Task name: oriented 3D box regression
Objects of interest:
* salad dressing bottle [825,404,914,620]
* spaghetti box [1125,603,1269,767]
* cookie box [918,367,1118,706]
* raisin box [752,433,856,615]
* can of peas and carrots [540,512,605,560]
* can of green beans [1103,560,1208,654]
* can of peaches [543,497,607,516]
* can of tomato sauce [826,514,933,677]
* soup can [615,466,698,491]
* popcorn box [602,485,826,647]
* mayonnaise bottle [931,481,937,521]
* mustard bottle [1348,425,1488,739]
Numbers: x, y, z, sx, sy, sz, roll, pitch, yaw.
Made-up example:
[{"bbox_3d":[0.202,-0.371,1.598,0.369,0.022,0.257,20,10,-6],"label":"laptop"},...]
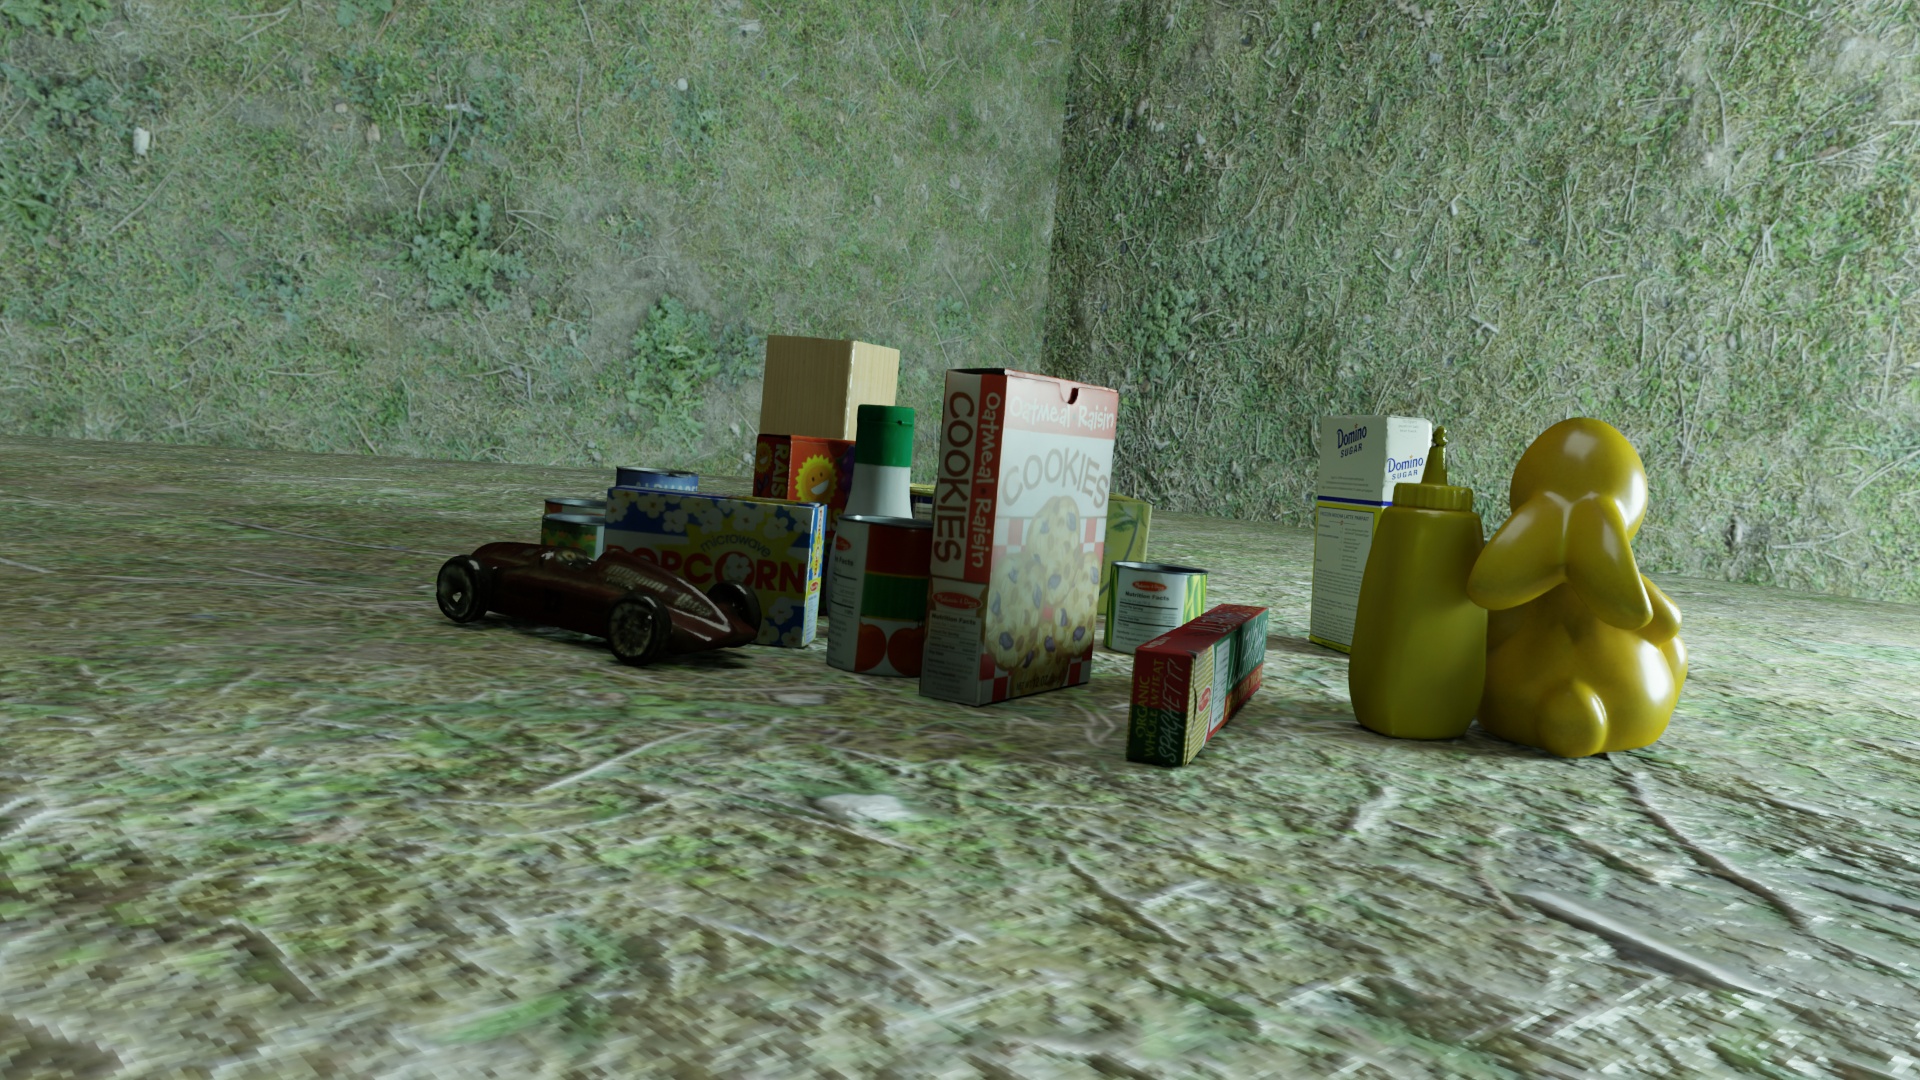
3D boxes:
[{"bbox_3d":[-0.053,-0.012,0.880,0.044,0.147,0.064,8,5,41],"label":"salad dressing bottle"},{"bbox_3d":[0.126,0.066,0.706,0.029,0.050,0.250,7,4,19],"label":"spaghetti box"},{"bbox_3d":[0.034,-0.003,0.738,0.040,0.167,0.123,7,4,32],"label":"cookie box"},{"bbox_3d":[-0.104,-0.011,0.966,0.040,0.123,0.086,8,5,41],"label":"raisin box"},{"bbox_3d":[-0.240,0.014,0.899,0.071,0.058,0.071,5,4,0],"label":"can of peas and carrots"},{"bbox_3d":[0.132,0.046,0.937,0.071,0.057,0.071,5,4,0],"label":"can of green beans"},{"bbox_3d":[-0.282,0.000,1.050,0.071,0.058,0.071,5,4,0],"label":"can of peaches"},{"bbox_3d":[-0.037,0.030,0.774,0.071,0.083,0.071,5,4,0],"label":"can of tomato sauce"},{"bbox_3d":[-0.248,-0.016,1.130,0.071,0.083,0.071,5,4,0],"label":"soup can"},{"bbox_3d":[-0.148,0.015,0.829,0.127,0.085,0.038,5,4,3],"label":"popcorn box"},{"bbox_3d":[0.003,-0.012,0.948,0.041,0.148,0.065,3,4,-30],"label":"mayonnaise bottle"},{"bbox_3d":[0.241,0.021,0.719,0.065,0.160,0.049,4,4,-19],"label":"mustard bottle"}]
